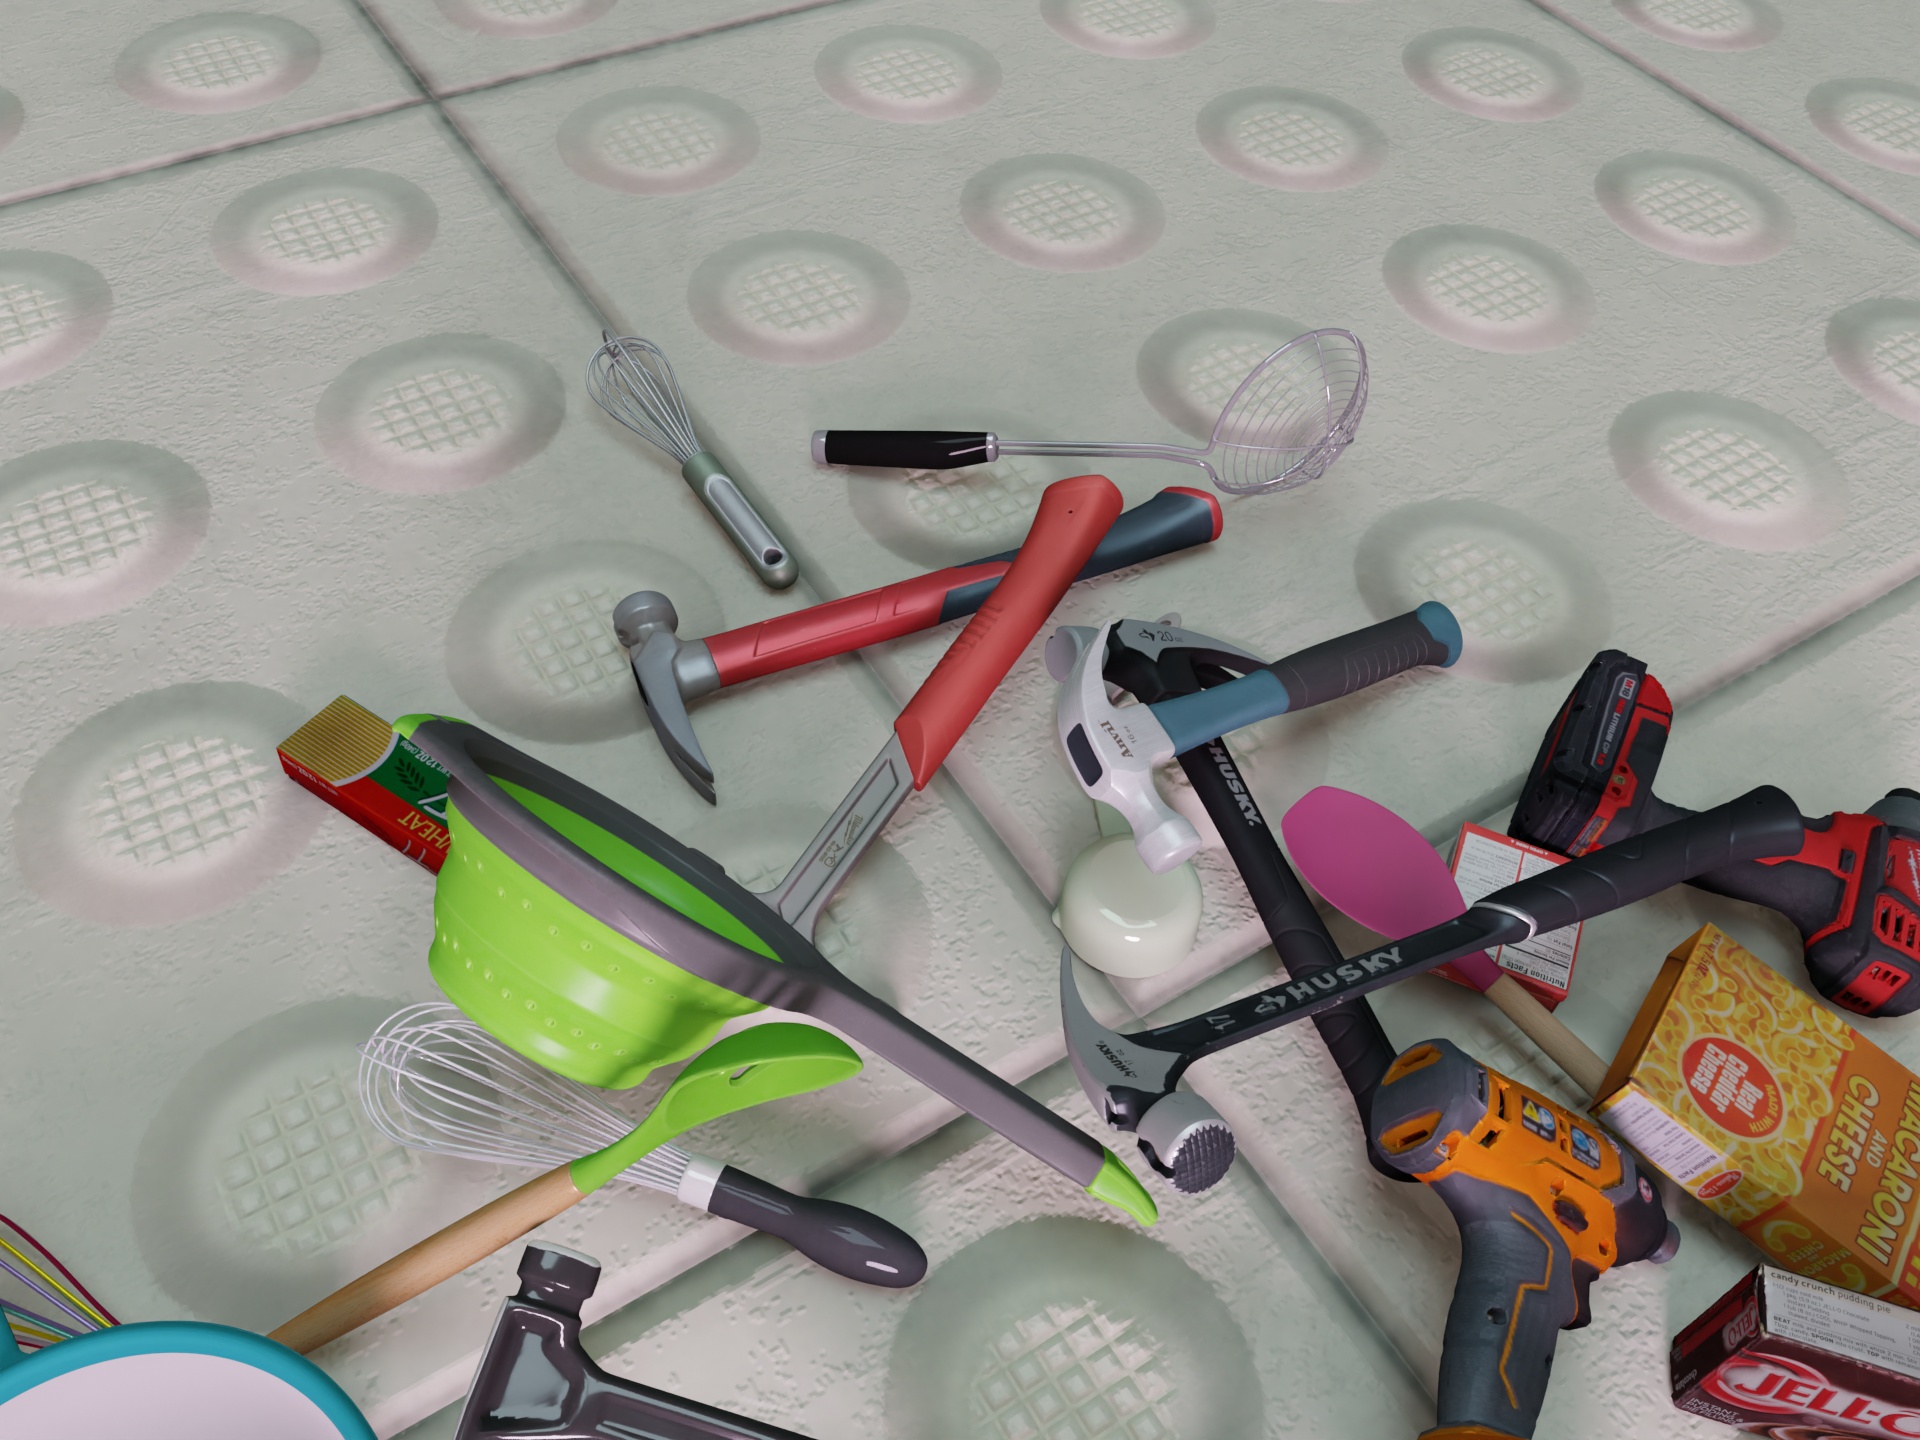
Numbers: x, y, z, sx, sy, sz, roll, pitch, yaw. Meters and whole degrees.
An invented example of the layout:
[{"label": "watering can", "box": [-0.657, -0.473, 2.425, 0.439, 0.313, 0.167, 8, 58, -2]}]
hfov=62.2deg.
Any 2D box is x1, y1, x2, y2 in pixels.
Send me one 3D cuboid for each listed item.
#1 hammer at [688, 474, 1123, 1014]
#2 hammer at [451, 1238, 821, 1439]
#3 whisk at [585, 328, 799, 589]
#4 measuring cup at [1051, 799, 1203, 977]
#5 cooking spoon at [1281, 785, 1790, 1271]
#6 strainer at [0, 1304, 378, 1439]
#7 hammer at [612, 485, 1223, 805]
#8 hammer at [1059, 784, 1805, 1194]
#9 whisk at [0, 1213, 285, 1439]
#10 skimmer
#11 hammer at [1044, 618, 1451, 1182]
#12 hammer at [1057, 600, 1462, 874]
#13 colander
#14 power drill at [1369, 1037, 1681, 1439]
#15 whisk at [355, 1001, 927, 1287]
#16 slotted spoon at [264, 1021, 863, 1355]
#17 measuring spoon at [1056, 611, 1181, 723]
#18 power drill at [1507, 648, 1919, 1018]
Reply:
[{"label": "hammer", "box": [-0.001, -0.003, 0.882, 0.149, 0.036, 0.359, 29, 63, 15]}, {"label": "hammer", "box": [-0.032, 0.315, 0.625, 0.337, 0.034, 0.127, 17, 67, -2]}, {"label": "whisk", "box": [-0.175, -0.172, 1.039, 0.058, 0.059, 0.247, -32, 64, -13]}, {"label": "measuring cup", "box": [0.089, 0.059, 0.871, 0.083, 0.038, 0.168, 0, 52, -4]}, {"label": "cooking spoon", "box": [0.287, 0.150, 0.797, 0.069, 0.017, 0.319, -36, 70, -25]}, {"label": "strainer", "box": [-0.343, 0.300, 0.608, 0.211, 0.095, 0.341, -31, 58, -26]}, {"label": "hammer", "box": [-0.004, -0.065, 0.968, 0.386, 0.038, 0.143, -18, 55, -18]}, {"label": "hammer", "box": [0.235, 0.100, 0.751, 0.409, 0.036, 0.149, -16, 26, -19]}, {"label": "whisk", "box": [-0.366, 0.264, 0.676, 0.245, 0.051, 0.047, 23, 77, 9]}, {"label": "skimmer", "box": [0.084, -0.202, 1.054, 0.363, 0.127, 0.090, 2, 58, 10]}, {"label": "hammer", "box": [0.167, 0.084, 0.840, 0.146, 0.035, 0.335, 1, 52, -38]}, {"label": "hammer", "box": [0.181, -0.018, 0.882, 0.331, 0.033, 0.128, -18, 65, -40]}, {"label": "colander", "box": [-0.097, 0.142, 0.710, 0.397, 0.204, 0.094, 33, 88, -2]}, {"label": "power drill", "box": [0.249, 0.266, 0.673, 0.164, 0.084, 0.227, 30, 47, -16]}, {"label": "whisk", "box": [-0.148, 0.200, 0.733, 0.284, 0.070, 0.070, 20, 52, 6]}, {"label": "slotted spoon", "box": [-0.176, 0.196, 0.647, 0.314, 0.070, 0.031, -31, 61, 13]}, {"label": "measuring spoon", "box": [0.098, -0.035, 0.958, 0.034, 0.018, 0.124, 15, 46, 36]}, {"label": "power drill", "box": [0.432, 0.057, 0.877, 0.220, 0.078, 0.143, 27, 55, 13]}]
